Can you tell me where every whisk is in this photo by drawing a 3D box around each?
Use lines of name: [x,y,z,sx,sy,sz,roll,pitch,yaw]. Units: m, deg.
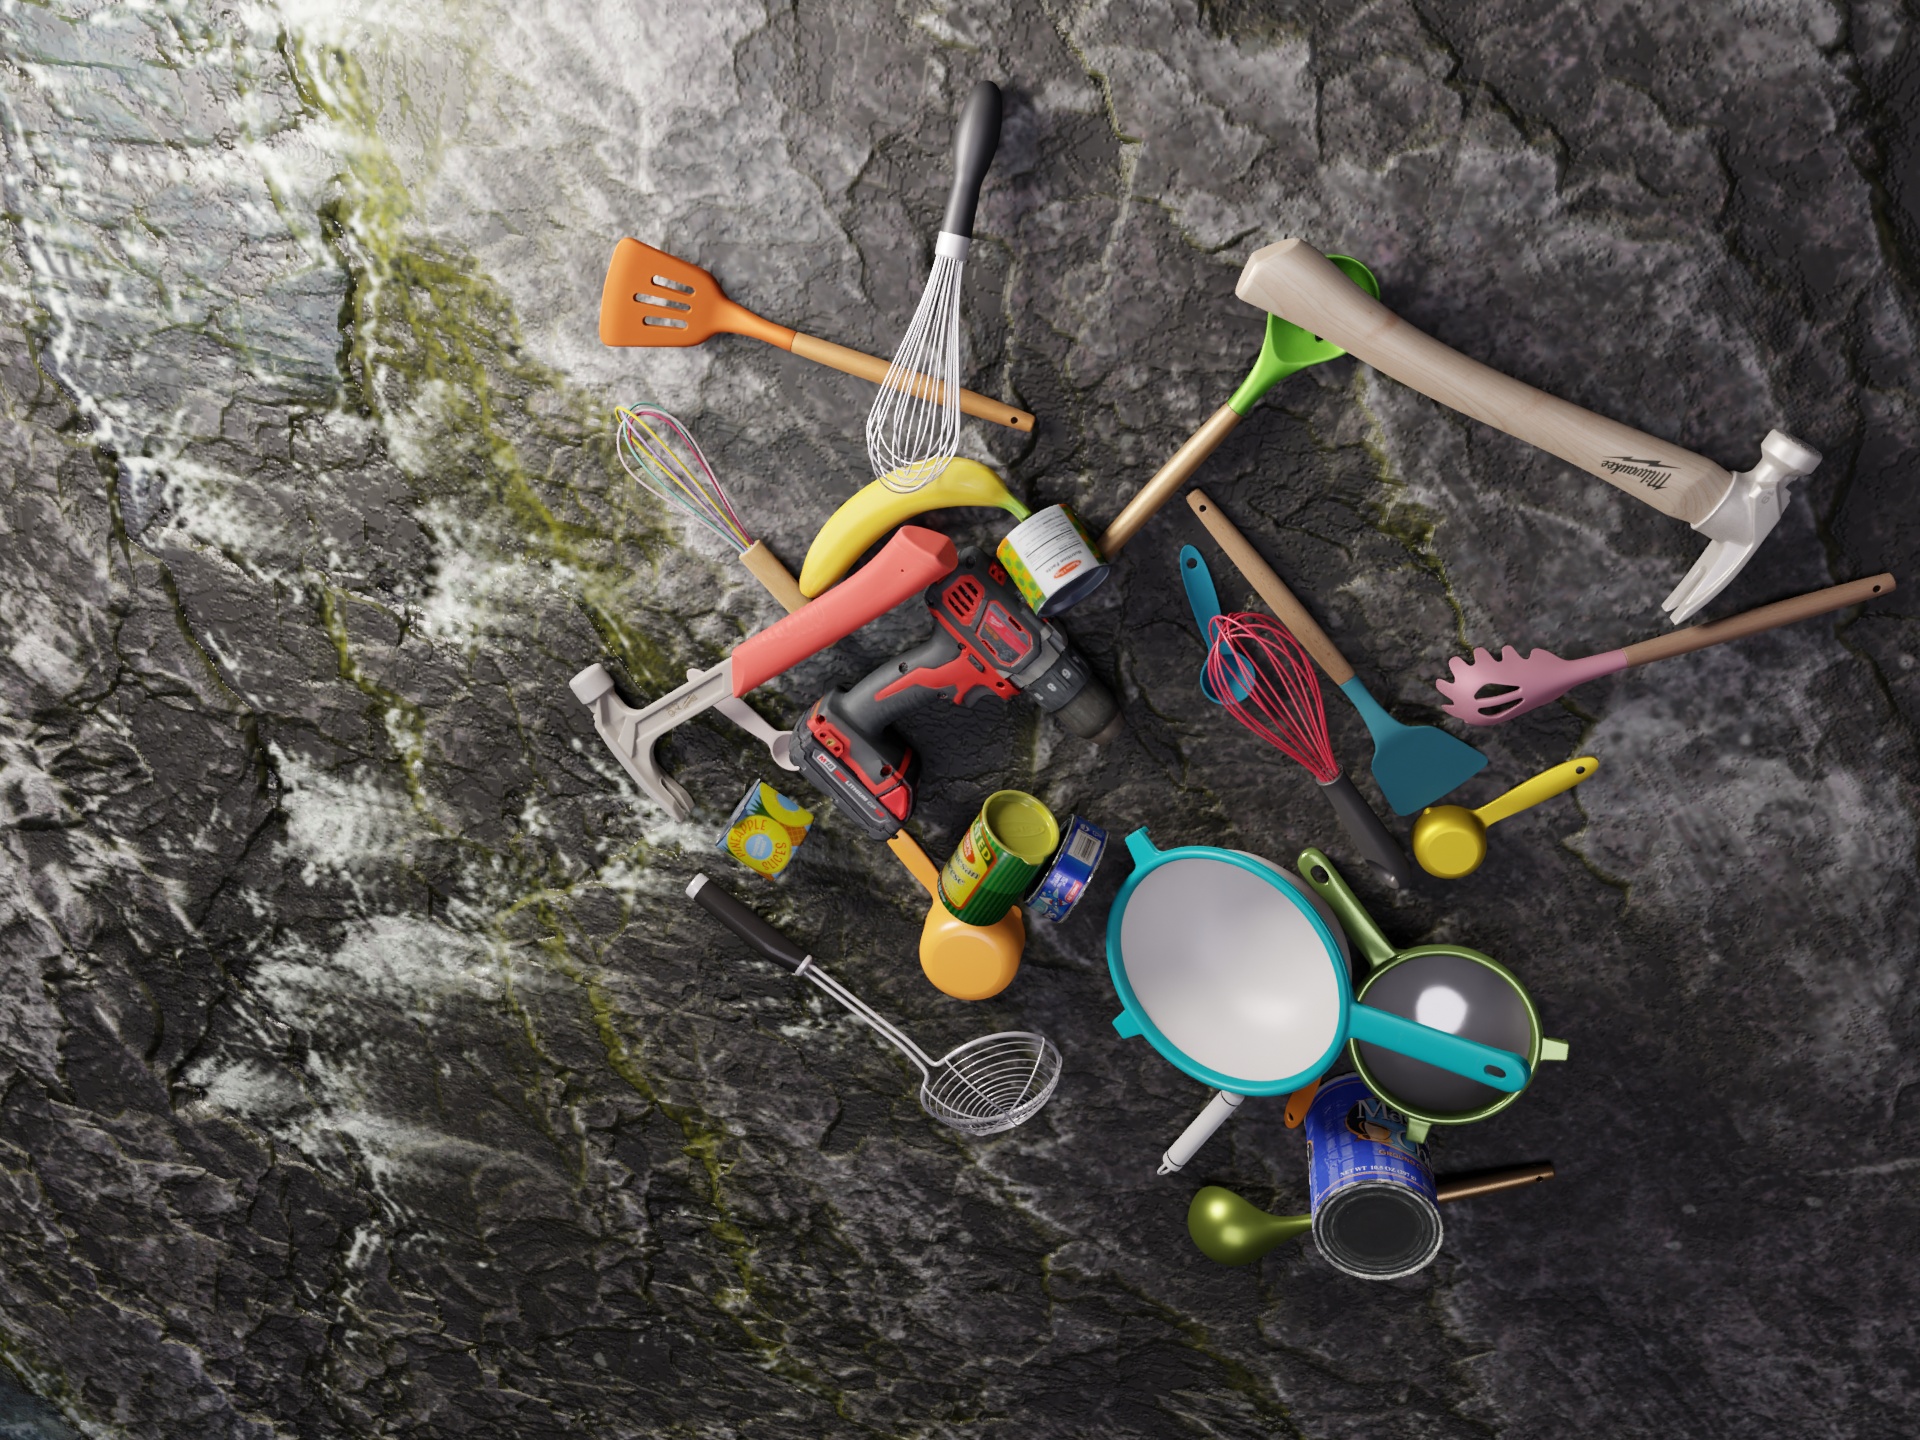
whisk: [-0.179,-0.150,1.230,0.047,0.051,0.244,-26,114,42]
whisk: [0.272,0.027,1.212,0.073,0.073,0.295,-29,117,20]
whisk: [-0.013,-0.297,1.105,0.070,0.070,0.284,14,104,3]

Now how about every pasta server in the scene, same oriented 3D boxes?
pasta server: [0.511,-0.056,1.162,0.316,0.040,0.060,-17,111,12]

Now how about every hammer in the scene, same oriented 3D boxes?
hammer: [-0.143,-0.045,1.241,0.359,0.037,0.149,-27,107,30]
hammer: [0.371,-0.207,1.086,0.410,0.038,0.146,24,118,-8]

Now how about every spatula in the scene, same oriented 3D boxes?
spatula: [0.275,-0.054,1.204,0.082,0.044,0.317,-37,99,24]
spatula: [-0.100,-0.265,1.158,0.322,0.041,0.081,19,116,0]

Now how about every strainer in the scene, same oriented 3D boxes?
strainer: [0.238,0.316,1.372,0.086,0.050,0.258,1,133,-40]
strainer: [0.359,0.204,1.295,0.151,0.069,0.256,-38,87,19]
strainer: [0.281,0.200,1.235,0.340,0.095,0.211,16,117,31]

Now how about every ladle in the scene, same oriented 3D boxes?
ladle: [0.359,0.423,1.408,0.320,0.062,0.078,-14,112,8]

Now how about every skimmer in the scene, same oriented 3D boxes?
skimmer: [-0.078,0.238,1.396,0.363,0.090,0.127,36,119,3]

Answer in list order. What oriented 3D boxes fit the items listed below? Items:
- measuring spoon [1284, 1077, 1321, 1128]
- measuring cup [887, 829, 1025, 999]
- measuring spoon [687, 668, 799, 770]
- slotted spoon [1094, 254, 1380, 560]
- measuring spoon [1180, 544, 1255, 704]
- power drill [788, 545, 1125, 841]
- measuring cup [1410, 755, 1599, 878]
measuring spoon: [0.293,0.315,1.359,0.011,0.021,0.116,-14,137,-25]
measuring cup: [-0.016,0.162,1.335,0.095,0.052,0.173,-31,108,21]
measuring spoon: [-0.173,-0.005,1.309,0.124,0.018,0.034,38,118,-1]
slotted spoon: [0.179,-0.207,1.146,0.070,0.031,0.313,38,117,-10]
measuring spoon: [0.191,-0.074,1.215,0.042,0.021,0.128,-18,102,6]
power drill: [-0.002,-0.004,1.246,0.226,0.080,0.187,-41,103,20]
measuring cup: [0.423,0.073,1.232,0.156,0.029,0.062,-33,106,23]
